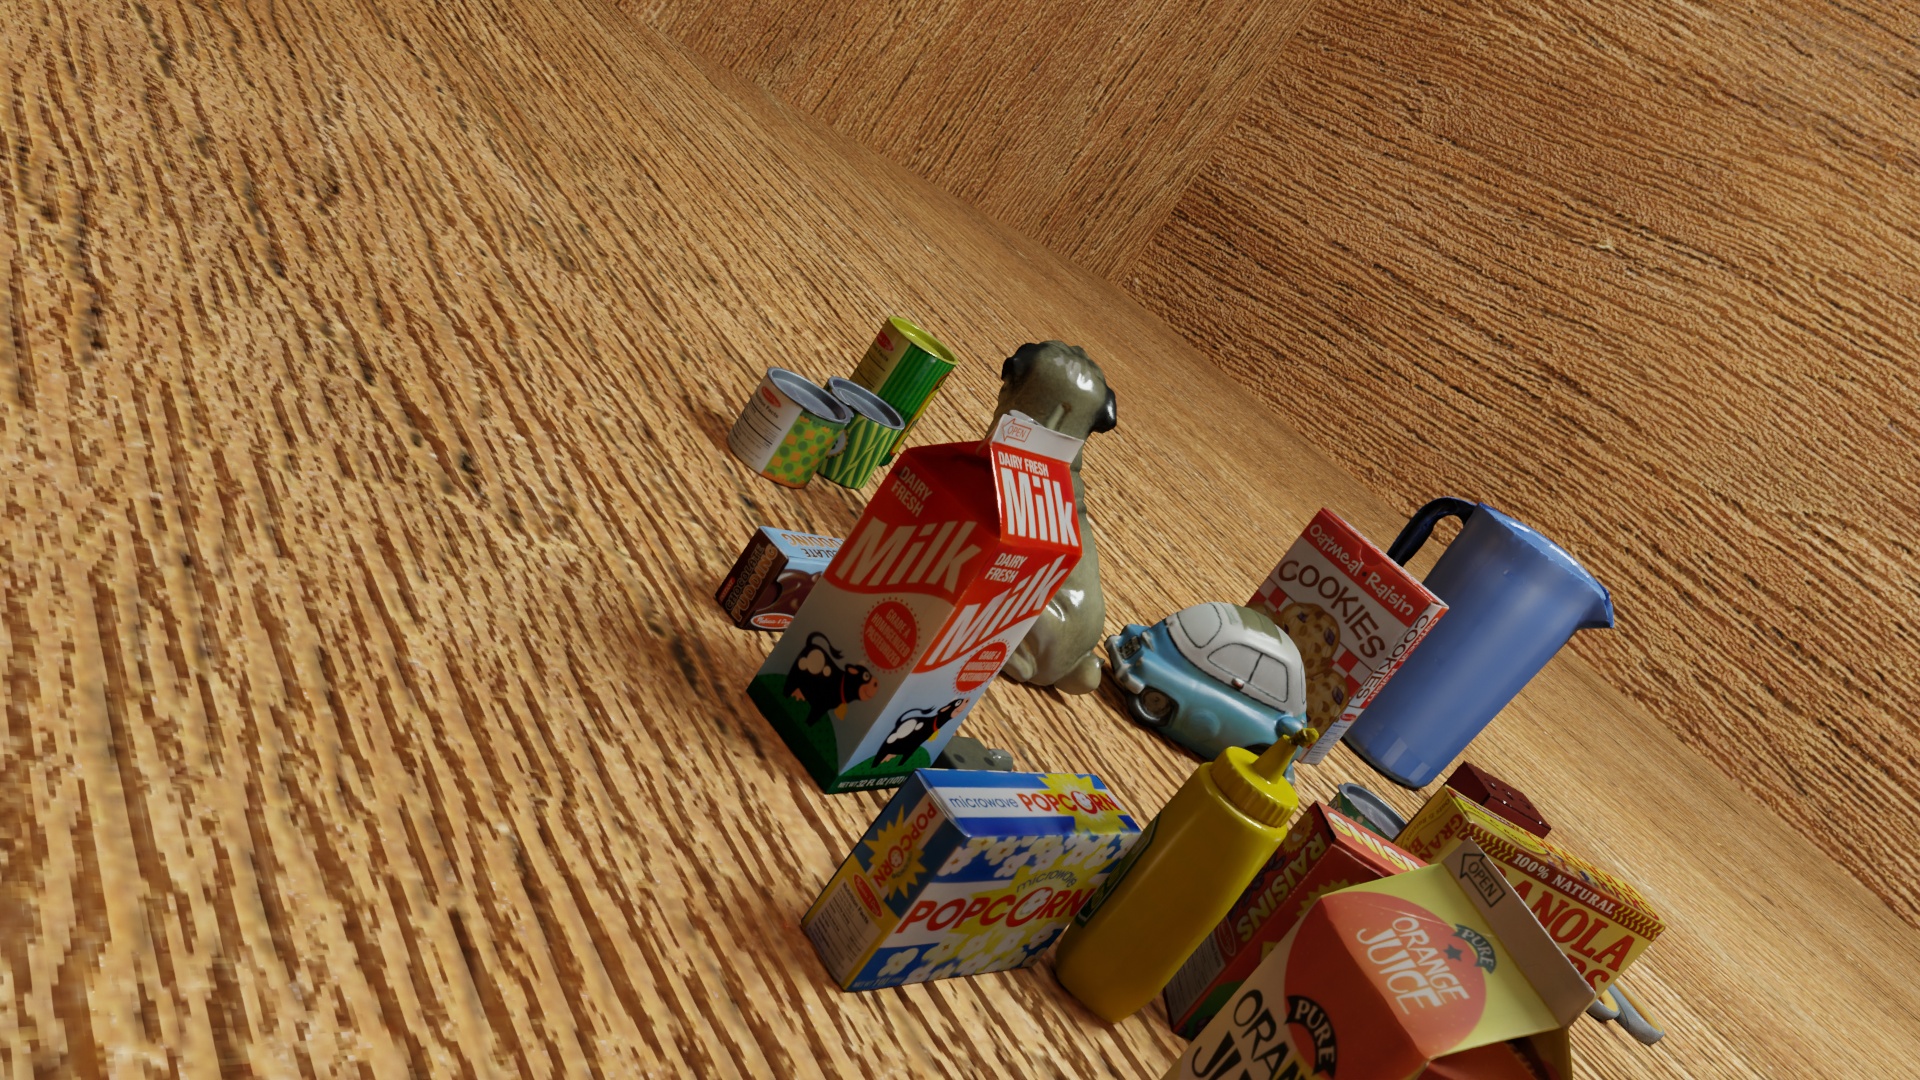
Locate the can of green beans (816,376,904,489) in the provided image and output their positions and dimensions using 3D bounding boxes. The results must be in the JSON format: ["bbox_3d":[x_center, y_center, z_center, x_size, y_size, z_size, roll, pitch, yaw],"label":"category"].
[{"bbox_3d":[-0.084,-0.080,1.030,0.071,0.057,0.071,32,17,-11],"label":"can of green beans"}]

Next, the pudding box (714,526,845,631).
[{"bbox_3d":[-0.087,0.023,0.760,0.030,0.049,0.084,44,19,29],"label":"pudding box"}]

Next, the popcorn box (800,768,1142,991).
[{"bbox_3d":[0.007,0.137,0.568,0.127,0.085,0.038,14,27,-50],"label":"popcorn box"}]

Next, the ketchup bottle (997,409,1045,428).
[{"bbox_3d":[0.003,-0.011,0.851,0.043,0.148,0.065,31,17,-14],"label":"ketchup bottle"}]

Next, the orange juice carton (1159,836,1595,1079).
[{"bbox_3d":[0.125,0.190,0.460,0.073,0.192,0.072,27,18,-25],"label":"orange juice carton"}]

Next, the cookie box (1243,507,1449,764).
[{"bbox_3d":[0.290,0.077,1.122,0.040,0.167,0.123,15,25,-49],"label":"cookie box"}]

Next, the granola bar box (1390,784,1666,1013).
[{"bbox_3d":[0.311,0.230,0.821,0.165,0.124,0.039,29,17,-20],"label":"granola bar box"}]

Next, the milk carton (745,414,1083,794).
[{"bbox_3d":[-0.013,0.024,0.655,0.073,0.190,0.072,45,19,30],"label":"milk carton"}]

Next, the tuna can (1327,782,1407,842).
[{"bbox_3d":[0.292,0.208,1.002,0.071,0.032,0.071,32,17,-11],"label":"tuna can"}]

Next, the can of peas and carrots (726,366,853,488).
[{"bbox_3d":[-0.117,-0.077,0.960,0.071,0.058,0.071,32,17,-11],"label":"can of peas and carrots"}]

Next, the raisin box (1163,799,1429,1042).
[{"bbox_3d":[0.165,0.193,0.647,0.086,0.123,0.040,31,17,-12],"label":"raisin box"}]

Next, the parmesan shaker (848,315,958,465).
[{"bbox_3d":[-0.058,-0.120,1.113,0.071,0.102,0.071,32,17,-11],"label":"parmesan shaker"}]

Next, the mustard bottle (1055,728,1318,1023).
[{"bbox_3d":[0.104,0.139,0.613,0.049,0.159,0.065,37,16,6],"label":"mustard bottle"}]
